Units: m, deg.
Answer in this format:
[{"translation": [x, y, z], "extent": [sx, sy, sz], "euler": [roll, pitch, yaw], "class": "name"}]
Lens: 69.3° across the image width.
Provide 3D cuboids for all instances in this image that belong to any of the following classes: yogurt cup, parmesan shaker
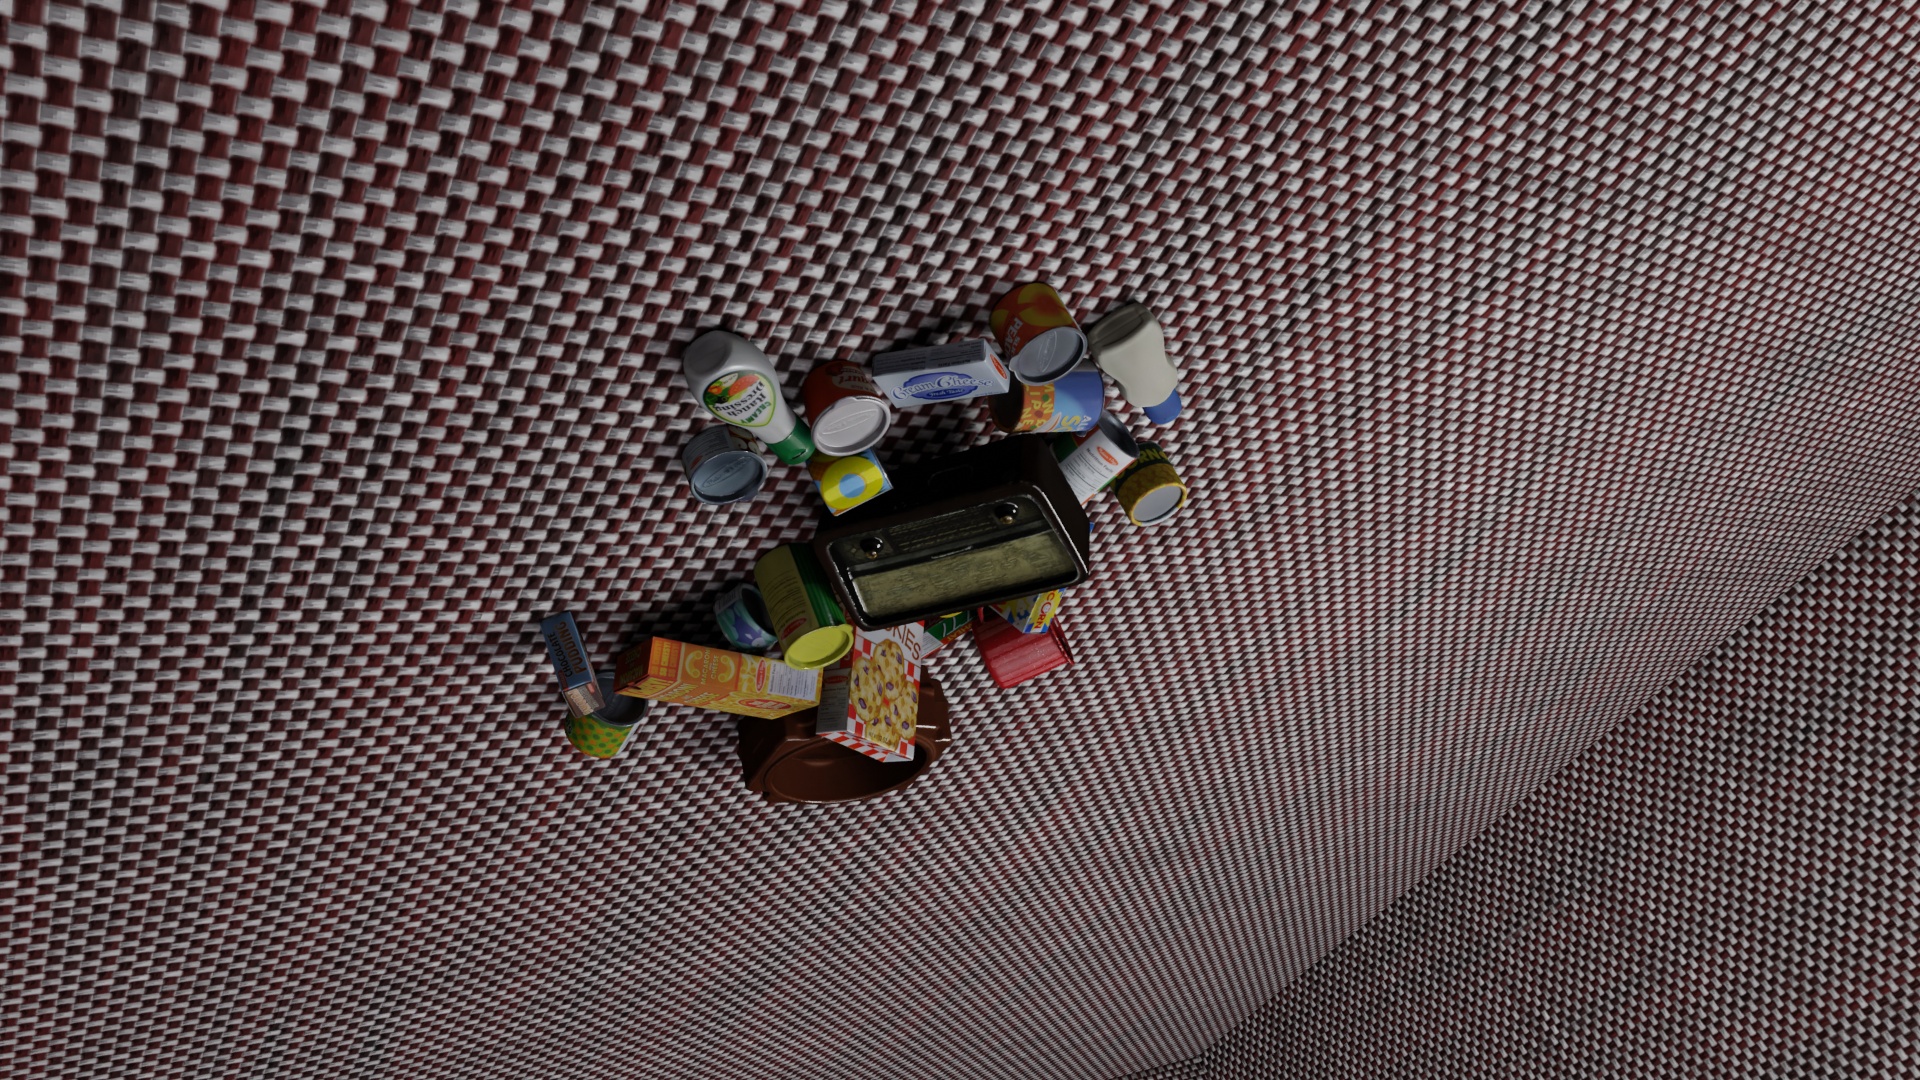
[{"translation": [-0.098, -0.111, 1.146], "extent": [0.072, 0.054, 0.072], "euler": [-17, 145, -12], "class": "yogurt cup"}, {"translation": [-0.146, 0.060, 1.300], "extent": [0.071, 0.103, 0.071], "euler": [-17, 146, -12], "class": "parmesan shaker"}]

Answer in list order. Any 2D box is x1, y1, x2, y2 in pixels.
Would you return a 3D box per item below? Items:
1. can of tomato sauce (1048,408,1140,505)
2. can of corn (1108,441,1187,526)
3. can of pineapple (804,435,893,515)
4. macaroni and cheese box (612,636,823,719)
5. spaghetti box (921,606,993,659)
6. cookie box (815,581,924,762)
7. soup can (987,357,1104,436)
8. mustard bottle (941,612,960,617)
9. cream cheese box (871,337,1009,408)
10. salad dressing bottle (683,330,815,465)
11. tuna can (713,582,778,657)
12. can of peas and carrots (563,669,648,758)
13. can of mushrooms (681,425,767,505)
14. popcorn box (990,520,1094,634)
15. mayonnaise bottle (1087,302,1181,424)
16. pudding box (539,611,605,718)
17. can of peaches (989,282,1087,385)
[{"translation": [0.119, -0.079, 1.324], "extent": [0.083, 0.071, 0.071], "euler": [-42, 143, 23], "class": "can of tomato sauce"}, {"translation": [0.187, -0.058, 1.402], "extent": [0.071, 0.058, 0.070], "euler": [-18, 146, -13], "class": "can of corn"}, {"translation": [-0.098, -0.063, 1.201], "extent": [0.058, 0.071, 0.070], "euler": [-26, 146, 1], "class": "can of pineapple"}, {"translation": [-0.232, 0.134, 1.322], "extent": [0.166, 0.040, 0.123], "euler": [13, 161, -26], "class": "macaroni and cheese box"}, {"translation": [-0.008, 0.080, 1.486], "extent": [0.250, 0.029, 0.050], "euler": [-32, 146, 10], "class": "spaghetti box"}, {"translation": [-0.086, 0.122, 1.372], "extent": [0.040, 0.168, 0.122], "euler": [-9, 155, 28], "class": "cookie box"}, {"translation": [0.075, -0.125, 1.226], "extent": [0.084, 0.071, 0.071], "euler": [-4, 141, -28], "class": "soup can"}, {"translation": [-0.039, 0.028, 1.376], "extent": [0.065, 0.049, 0.160], "euler": [-41, 144, 11], "class": "mustard bottle"}, {"translation": [-0.017, -0.138, 1.150], "extent": [0.104, 0.024, 0.053], "euler": [-6, 152, 23], "class": "cream cheese box"}, {"translation": [-0.164, -0.110, 1.112], "extent": [0.064, 0.044, 0.147], "euler": [-30, 146, 8], "class": "salad dressing bottle"}, {"translation": [-0.199, 0.077, 1.318], "extent": [0.033, 0.071, 0.071], "euler": [-36, 145, 14], "class": "tuna can"}, {"translation": [-0.347, 0.168, 1.350], "extent": [0.071, 0.071, 0.058], "euler": [4, 136, -37], "class": "can of peas and carrots"}, {"translation": [-0.197, -0.062, 1.165], "extent": [0.071, 0.033, 0.070], "euler": [-18, 145, -13], "class": "can of mushrooms"}, {"translation": [0.069, 0.017, 1.365], "extent": [0.038, 0.085, 0.126], "euler": [2, 117, -47], "class": "popcorn box"}, {"translation": [0.167, -0.156, 1.273], "extent": [0.064, 0.041, 0.147], "euler": [-31, 147, 8], "class": "mayonnaise bottle"}, {"translation": [-0.350, 0.111, 1.254], "extent": [0.030, 0.084, 0.049], "euler": [-21, 146, -12], "class": "pudding box"}, {"translation": [0.062, -0.173, 1.165], "extent": [0.071, 0.058, 0.071], "euler": [-18, 146, -12], "class": "can of peaches"}]
